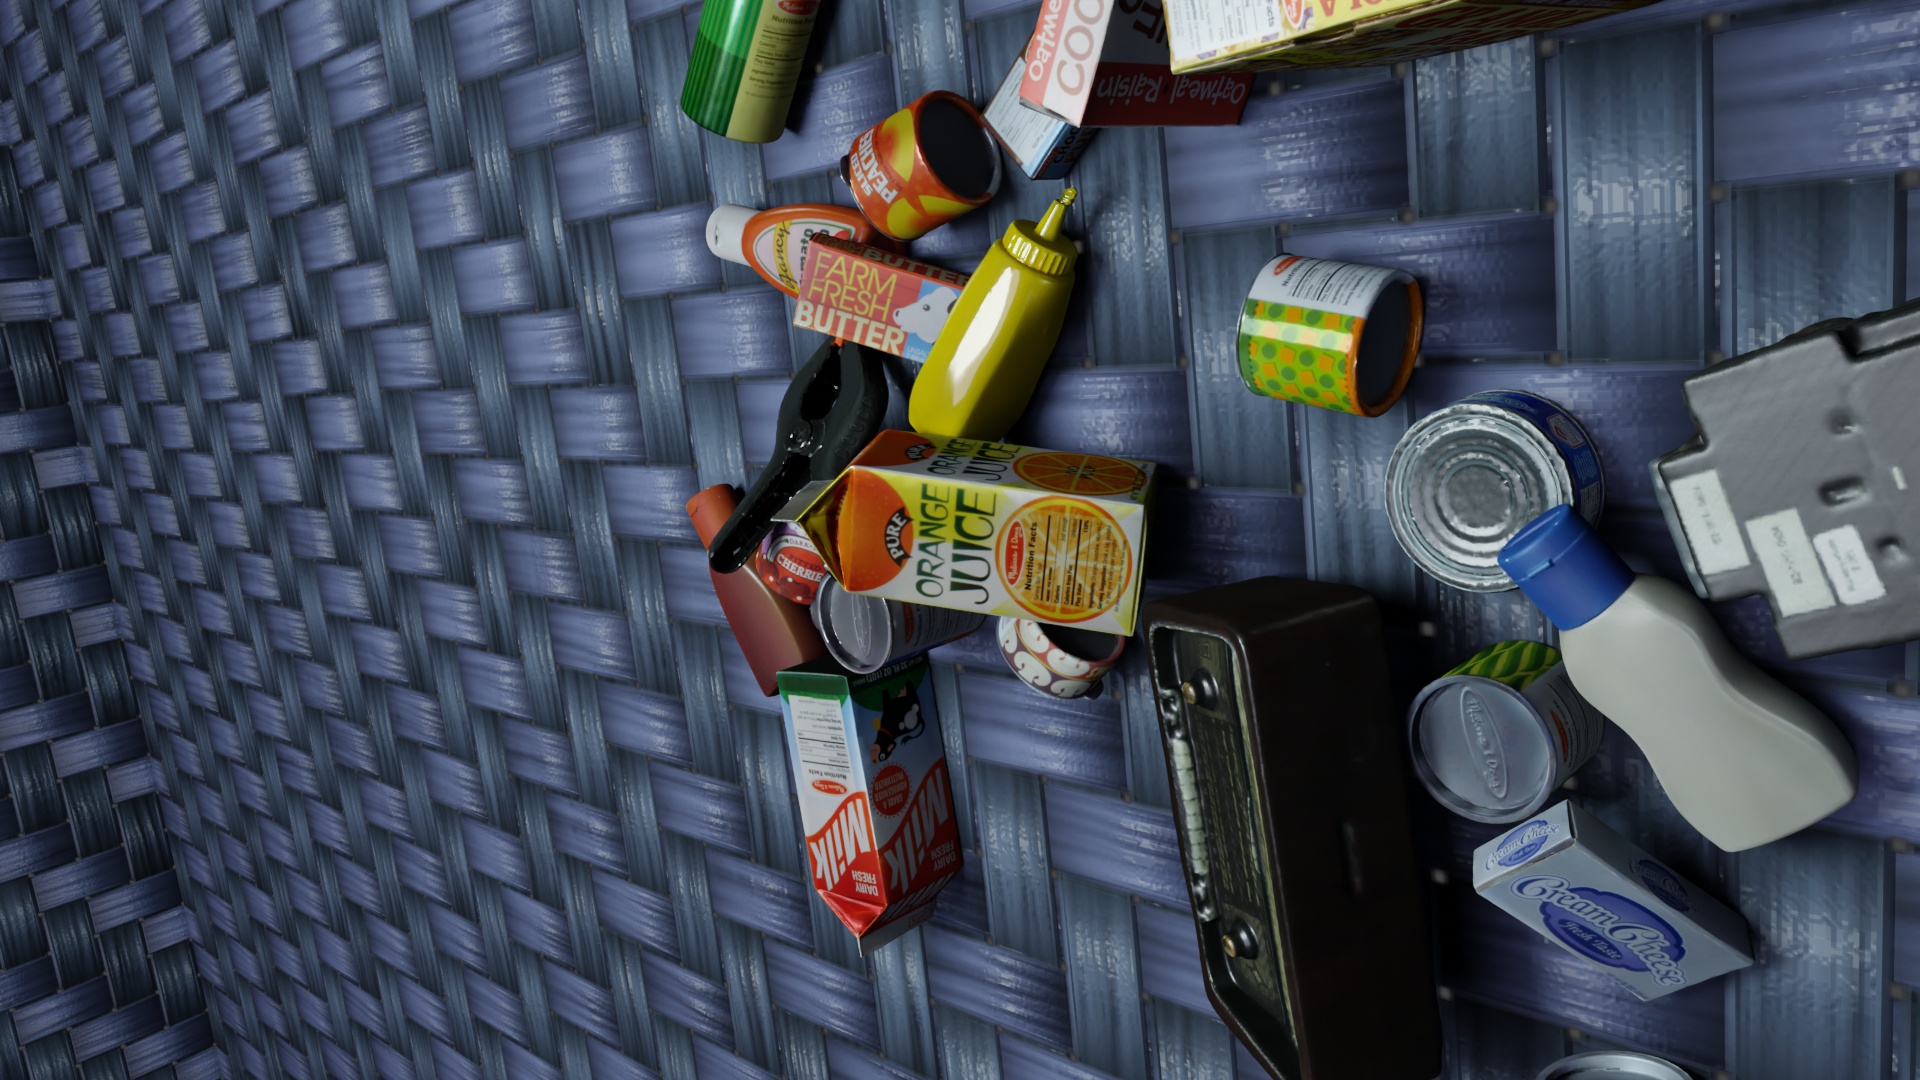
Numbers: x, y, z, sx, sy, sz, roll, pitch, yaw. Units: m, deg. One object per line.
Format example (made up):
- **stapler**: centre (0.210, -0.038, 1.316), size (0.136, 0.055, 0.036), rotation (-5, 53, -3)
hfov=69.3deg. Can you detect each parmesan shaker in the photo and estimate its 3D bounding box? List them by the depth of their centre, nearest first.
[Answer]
- **parmesan shaker**: centre (-0.128, -0.301, 0.836), size (0.071, 0.071, 0.102), rotation (44, 128, 26)

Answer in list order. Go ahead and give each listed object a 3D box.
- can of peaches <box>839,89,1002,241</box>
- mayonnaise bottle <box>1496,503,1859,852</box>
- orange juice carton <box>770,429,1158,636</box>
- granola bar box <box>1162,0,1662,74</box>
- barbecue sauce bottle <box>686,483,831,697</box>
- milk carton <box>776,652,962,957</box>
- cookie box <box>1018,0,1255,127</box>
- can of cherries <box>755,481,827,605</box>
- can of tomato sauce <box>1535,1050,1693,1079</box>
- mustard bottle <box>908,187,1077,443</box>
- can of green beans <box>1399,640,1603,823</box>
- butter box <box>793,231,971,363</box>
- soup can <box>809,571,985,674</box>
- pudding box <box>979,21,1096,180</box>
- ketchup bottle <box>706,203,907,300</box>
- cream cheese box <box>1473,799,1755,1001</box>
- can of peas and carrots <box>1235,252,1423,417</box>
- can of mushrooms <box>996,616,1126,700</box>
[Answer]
- **can of peaches**: centre (-0.021, -0.205, 0.762), size (0.058, 0.071, 0.071), rotation (-16, 91, 44)
- **mayonnaise bottle**: centre (0.276, 0.051, 0.547), size (0.148, 0.041, 0.064), rotation (48, 131, 4)
- **orange juice carton**: centre (0.003, -0.009, 0.728), size (0.193, 0.072, 0.072), rotation (8, 111, 10)
- **granola bar box**: centre (0.171, -0.203, 0.510), size (0.124, 0.166, 0.039), rotation (1, 105, 44)
- **barbecue sauce bottle**: centre (-0.145, 0.032, 0.971), size (0.064, 0.044, 0.149), rotation (-41, 73, 43)
- **milk carton**: centre (-0.056, 0.169, 0.905), size (0.073, 0.072, 0.190), rotation (-2, 99, 44)
- **cookie box**: centre (0.098, -0.262, 0.592), size (0.040, 0.123, 0.166), rotation (37, 125, 32)
- **can of cherries**: centre (-0.094, 0.001, 0.893), size (0.071, 0.072, 0.058), rotation (45, 129, 25)
- **can of tomato sauce**: centre (0.293, 0.278, 0.604), size (0.071, 0.071, 0.083), rotation (-5, 99, 45)
- **mustard bottle**: centre (0.026, -0.121, 0.750), size (0.049, 0.065, 0.159), rotation (42, 122, 24)
- **can of green beans**: centre (0.237, 0.082, 0.606), size (0.071, 0.058, 0.071), rotation (15, 112, 40)
- **butter box**: centre (-0.041, -0.136, 0.795), size (0.103, 0.024, 0.052), rotation (17, 120, -2)
- **soup can**: centre (-0.037, 0.037, 0.839), size (0.071, 0.084, 0.071), rotation (15, 112, 41)
- **pudding box**: centre (0.052, -0.232, 0.713), size (0.050, 0.030, 0.083), rotation (54, 132, 19)
- **ketchup bottle**: centre (-0.099, -0.181, 0.864), size (0.149, 0.044, 0.064), rotation (22, 116, 39)
- **cream cheese box**: centre (0.271, 0.152, 0.580), size (0.104, 0.024, 0.053), rotation (33, 132, -12)
- **can of peas and carrots**: centre (0.165, -0.090, 0.621), size (0.059, 0.071, 0.070), rotation (18, 114, 39)
- **can of mushrooms**: centre (0.058, 0.053, 0.766), size (0.071, 0.071, 0.033), rotation (52, 131, 19)
